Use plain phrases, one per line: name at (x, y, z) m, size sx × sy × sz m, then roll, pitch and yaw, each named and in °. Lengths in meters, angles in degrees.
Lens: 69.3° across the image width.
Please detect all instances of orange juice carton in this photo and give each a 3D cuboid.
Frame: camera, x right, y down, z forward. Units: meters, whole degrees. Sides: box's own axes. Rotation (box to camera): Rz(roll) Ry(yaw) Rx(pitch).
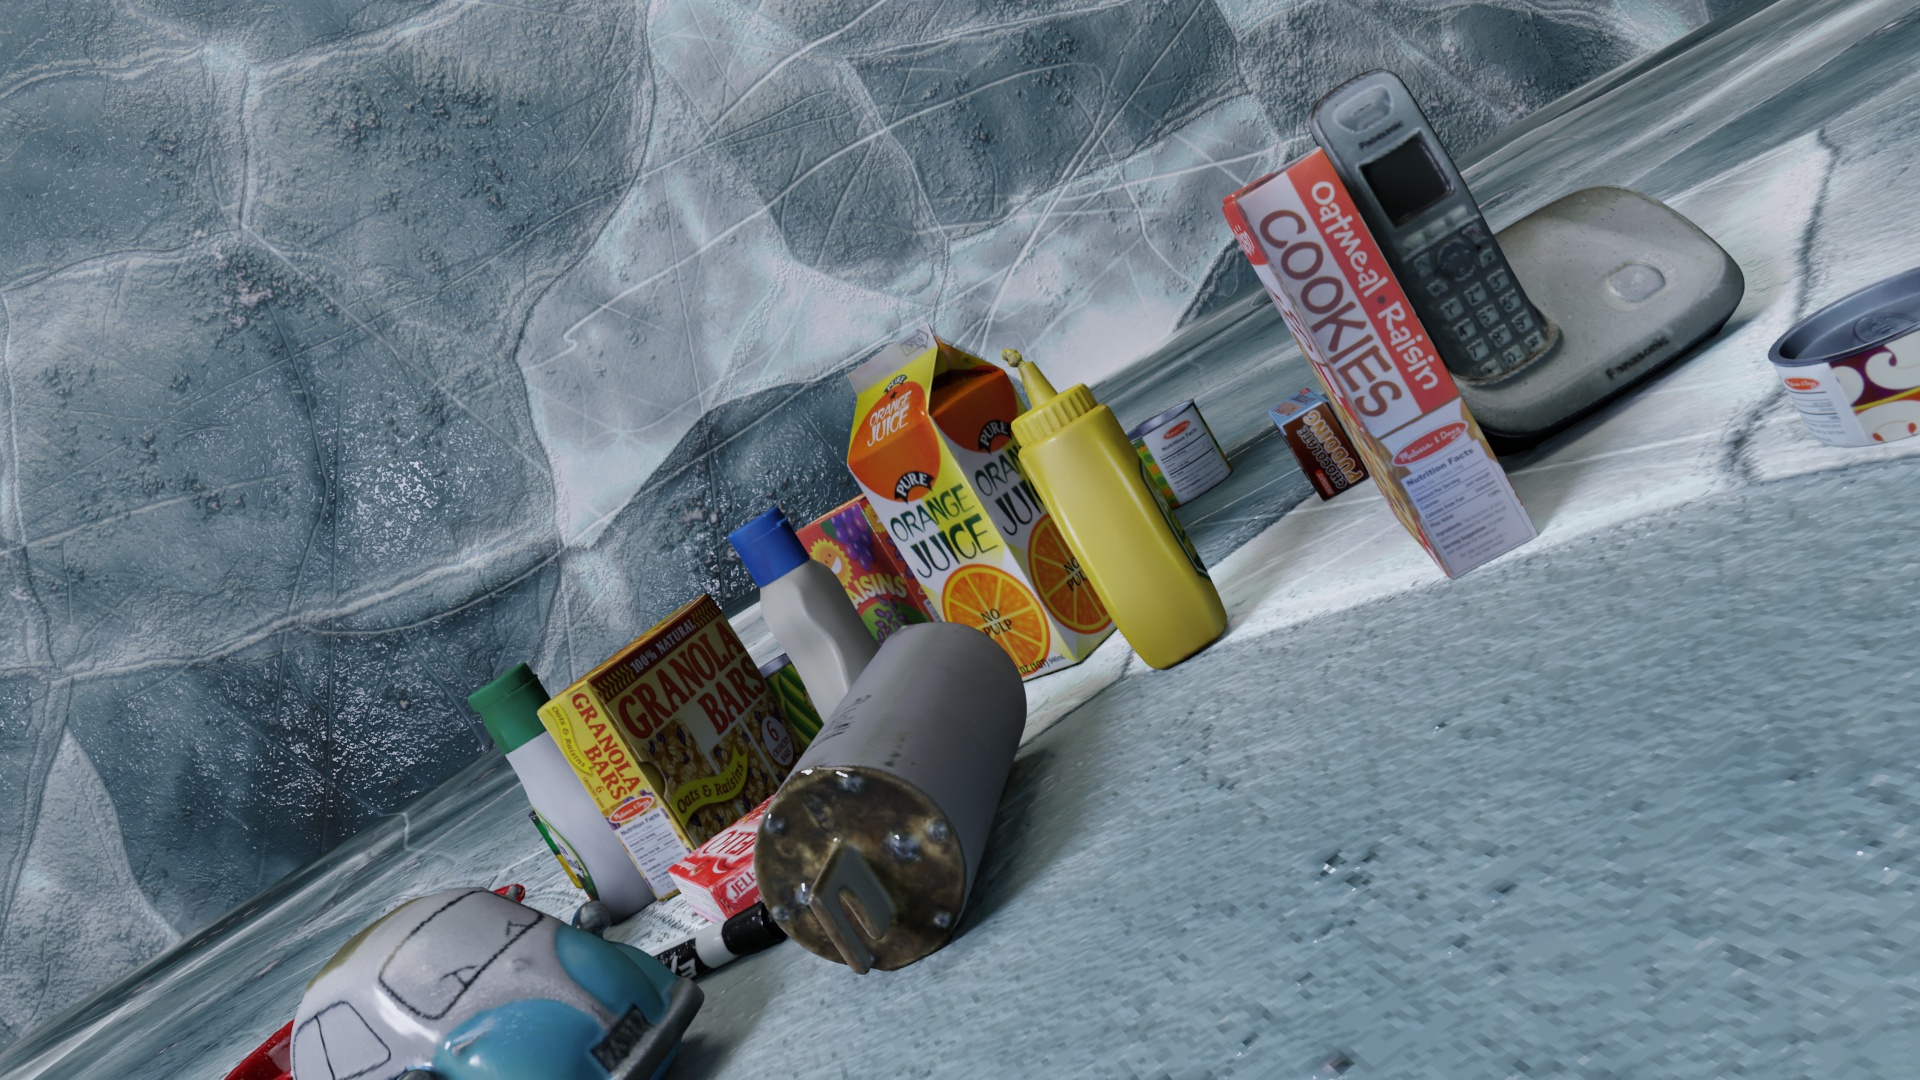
orange juice carton at (0.009, -0.021, 0.752) m, size 0.071 × 0.192 × 0.073 m, roll -25°, pitch 8°, yaw 44°

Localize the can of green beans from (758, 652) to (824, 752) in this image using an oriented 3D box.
can of green beans at (-0.115, 0.110, 0.920) m, size 0.071 × 0.058 × 0.071 m, roll -31°, pitch 6°, yaw 4°

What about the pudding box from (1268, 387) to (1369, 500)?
pudding box at (0.201, -0.056, 0.783) m, size 0.030 × 0.049 × 0.084 m, roll -30°, pitch 6°, yaw 12°

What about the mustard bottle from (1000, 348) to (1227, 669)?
mustard bottle at (0.064, -0.020, 0.631) m, size 0.049 × 0.160 × 0.065 m, roll -30°, pitch 6°, yaw 10°

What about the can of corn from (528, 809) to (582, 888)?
can of corn at (-0.237, 0.184, 0.910) m, size 0.071 × 0.058 × 0.071 m, roll -31°, pitch 6°, yaw 4°

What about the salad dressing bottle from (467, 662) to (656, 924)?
salad dressing bottle at (-0.215, 0.138, 0.763) m, size 0.044 × 0.147 × 0.064 m, roll -33°, pitch 6°, yaw -18°

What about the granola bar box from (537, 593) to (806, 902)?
granola bar box at (-0.158, 0.112, 0.803) m, size 0.039 × 0.124 × 0.166 m, roll -29°, pitch 6°, yaw 18°

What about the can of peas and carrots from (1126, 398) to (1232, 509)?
can of peas and carrots at (0.152, -0.060, 0.998) m, size 0.071 × 0.058 × 0.071 m, roll -31°, pitch 6°, yaw 4°

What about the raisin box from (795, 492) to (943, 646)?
raisin box at (-0.051, 0.029, 0.957) m, size 0.040 × 0.123 × 0.086 m, roll -36°, pitch 8°, yaw -41°

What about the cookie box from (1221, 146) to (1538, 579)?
cookie box at (0.164, -0.076, 0.569) m, size 0.040 × 0.167 × 0.123 m, roll -30°, pitch 6°, yaw 13°

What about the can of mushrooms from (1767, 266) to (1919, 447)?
can of mushrooms at (0.297, -0.060, 0.434) m, size 0.071 × 0.033 × 0.071 m, roll -31°, pitch 6°, yaw 4°

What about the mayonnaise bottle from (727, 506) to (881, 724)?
mayonnaise bottle at (-0.088, 0.051, 0.848) m, size 0.041 × 0.148 × 0.065 m, roll -28°, pitch 7°, yaw 27°
